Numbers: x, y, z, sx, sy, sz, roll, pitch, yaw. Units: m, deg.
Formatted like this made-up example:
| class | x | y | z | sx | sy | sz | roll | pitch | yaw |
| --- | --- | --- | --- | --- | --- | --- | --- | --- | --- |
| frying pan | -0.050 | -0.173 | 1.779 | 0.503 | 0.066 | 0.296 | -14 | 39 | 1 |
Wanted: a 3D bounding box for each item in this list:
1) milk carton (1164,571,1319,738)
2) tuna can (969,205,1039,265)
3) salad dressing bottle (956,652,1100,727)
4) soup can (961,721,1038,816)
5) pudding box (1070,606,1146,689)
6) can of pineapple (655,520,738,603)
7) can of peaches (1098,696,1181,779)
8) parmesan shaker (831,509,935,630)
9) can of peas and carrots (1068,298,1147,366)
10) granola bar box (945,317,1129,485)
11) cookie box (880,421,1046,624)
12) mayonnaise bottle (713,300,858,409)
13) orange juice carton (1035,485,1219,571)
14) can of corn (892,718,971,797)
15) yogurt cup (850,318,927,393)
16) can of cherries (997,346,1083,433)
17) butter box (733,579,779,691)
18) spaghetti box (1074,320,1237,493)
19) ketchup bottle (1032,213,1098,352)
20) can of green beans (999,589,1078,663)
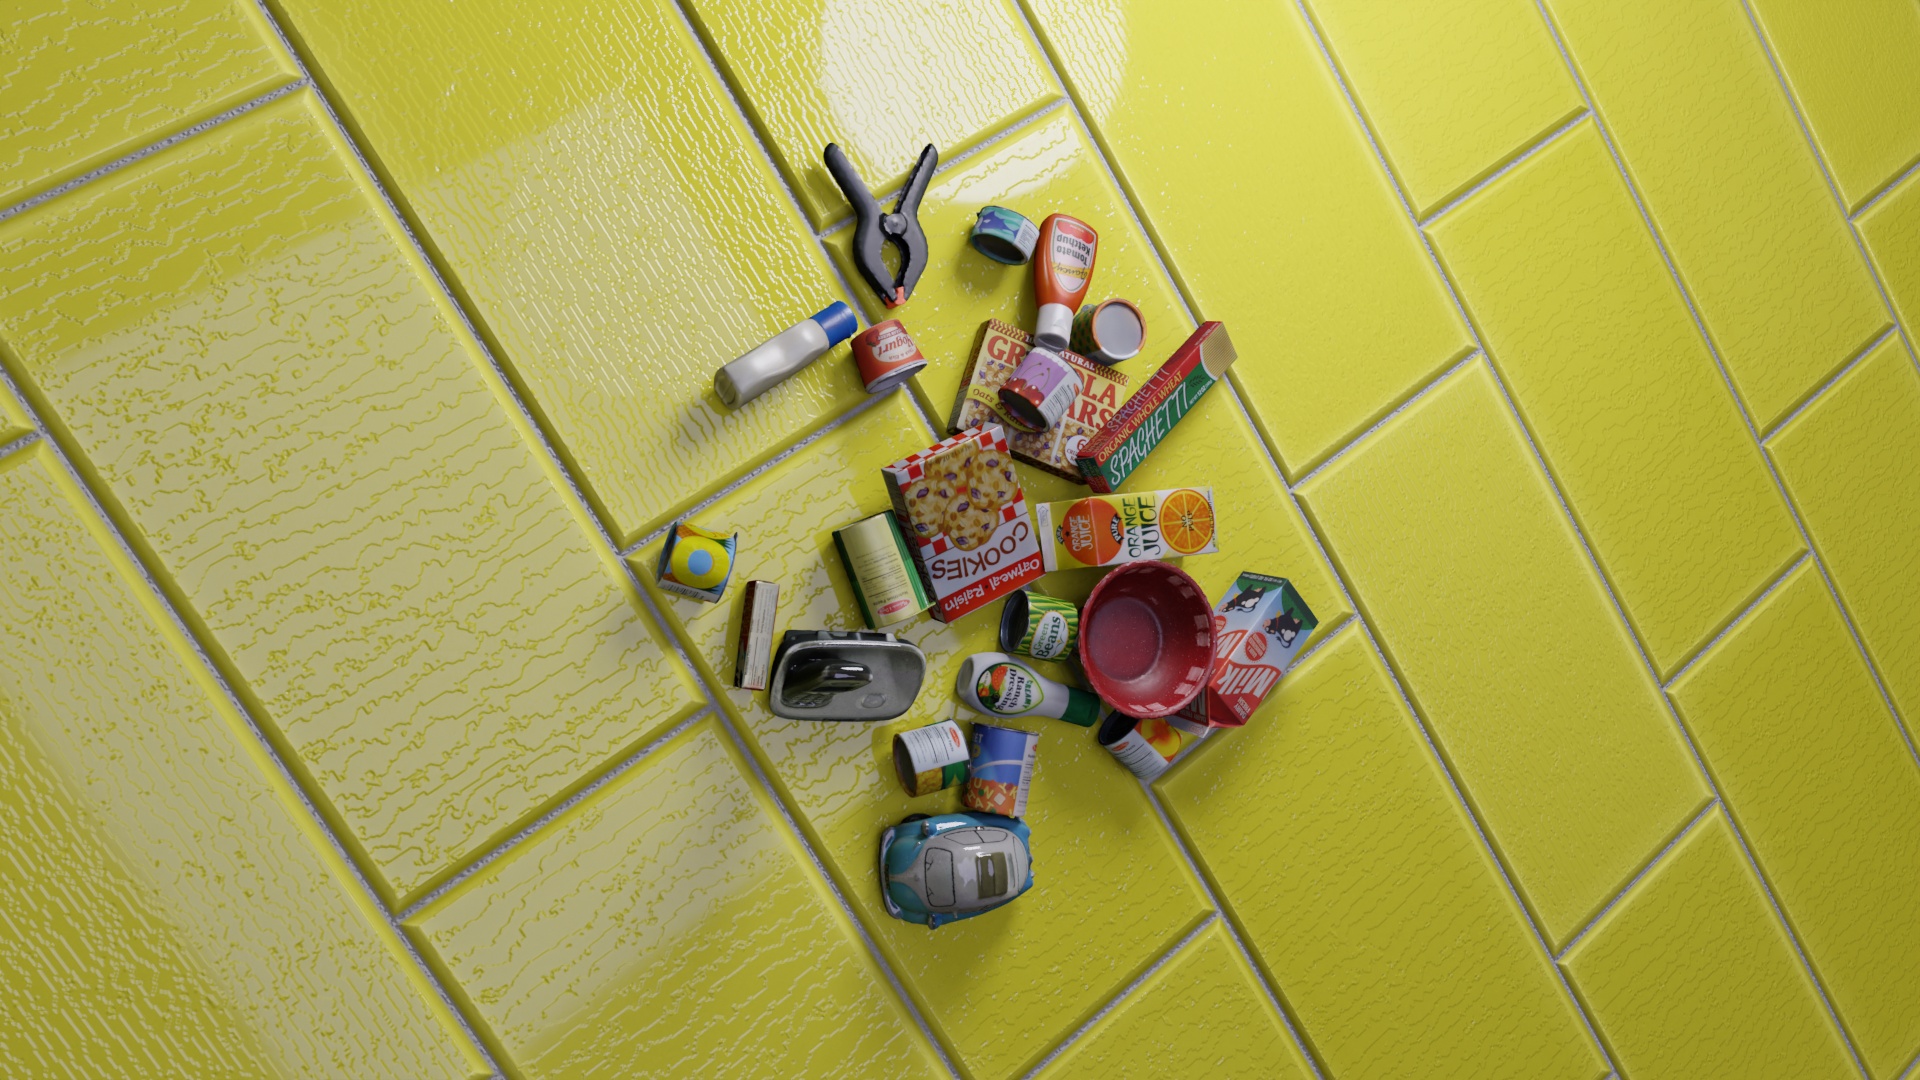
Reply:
| class | x | y | z | sx | sy | sz | roll | pitch | yaw |
| --- | --- | --- | --- | --- | --- | --- | --- | --- | --- |
| milk carton | 0.290 | 0.129 | 1.483 | 0.191 | 0.072 | 0.073 | -49 | 117 | -16 |
| tuna can | 0.043 | -0.313 | 1.426 | 0.071 | 0.071 | 0.033 | 26 | 79 | -18 |
| salad dressing bottle | 0.071 | 0.156 | 1.417 | 0.148 | 0.044 | 0.064 | 17 | 90 | -20 |
| soup can | 0.036 | 0.228 | 1.389 | 0.071 | 0.071 | 0.084 | 13 | 83 | -20 |
| pudding box | 0.148 | 0.113 | 1.458 | 0.083 | 0.030 | 0.050 | 42 | 72 | -14 |
| can of pineapple | -0.245 | 0.018 | 1.291 | 0.058 | 0.071 | 0.071 | 18 | 81 | -19 |
| can of peaches | 0.188 | 0.205 | 1.449 | 0.058 | 0.071 | 0.071 | 44 | 73 | -13 |
| parmesan shaker | -0.075 | 0.027 | 1.356 | 0.071 | 0.071 | 0.103 | -22 | 94 | -21 |
| can of peas and carrots | 0.155 | -0.221 | 1.467 | 0.071 | 0.058 | 0.071 | 1 | 86 | -22 |
| granola bar box | 0.081 | -0.142 | 1.443 | 0.165 | 0.039 | 0.124 | 21 | 80 | -19 |
| cookie box | 0.005 | -0.017 | 1.384 | 0.123 | 0.040 | 0.167 | -26 | 111 | -20 |
| mayonnaise bottle | -0.167 | -0.181 | 1.339 | 0.149 | 0.064 | 0.041 | -36 | 92 | -24 |
| orange juice carton | 0.168 | -0.012 | 1.446 | 0.193 | 0.073 | 0.072 | -6 | 89 | -24 |
| can of corn | -0.029 | 0.215 | 1.364 | 0.058 | 0.071 | 0.071 | -12 | 91 | -21 |
| yogurt cup | -0.074 | -0.183 | 1.373 | 0.072 | 0.072 | 0.054 | -25 | 88 | -21 |
| can of cherries | 0.078 | -0.151 | 1.387 | 0.071 | 0.071 | 0.058 | 43 | 75 | -14 |
| butter box | -0.193 | 0.089 | 1.314 | 0.024 | 0.053 | 0.103 | 9 | 83 | -18 |
| spaghetti box | 0.211 | -0.143 | 1.471 | 0.251 | 0.028 | 0.050 | -46 | 120 | -28 |
| ketchup bottle | 0.103 | -0.264 | 1.436 | 0.065 | 0.043 | 0.149 | 20 | 63 | -19 |
| can of green beans | 0.080 | 0.088 | 1.413 | 0.058 | 0.071 | 0.071 | 14 | 82 | -20 |
